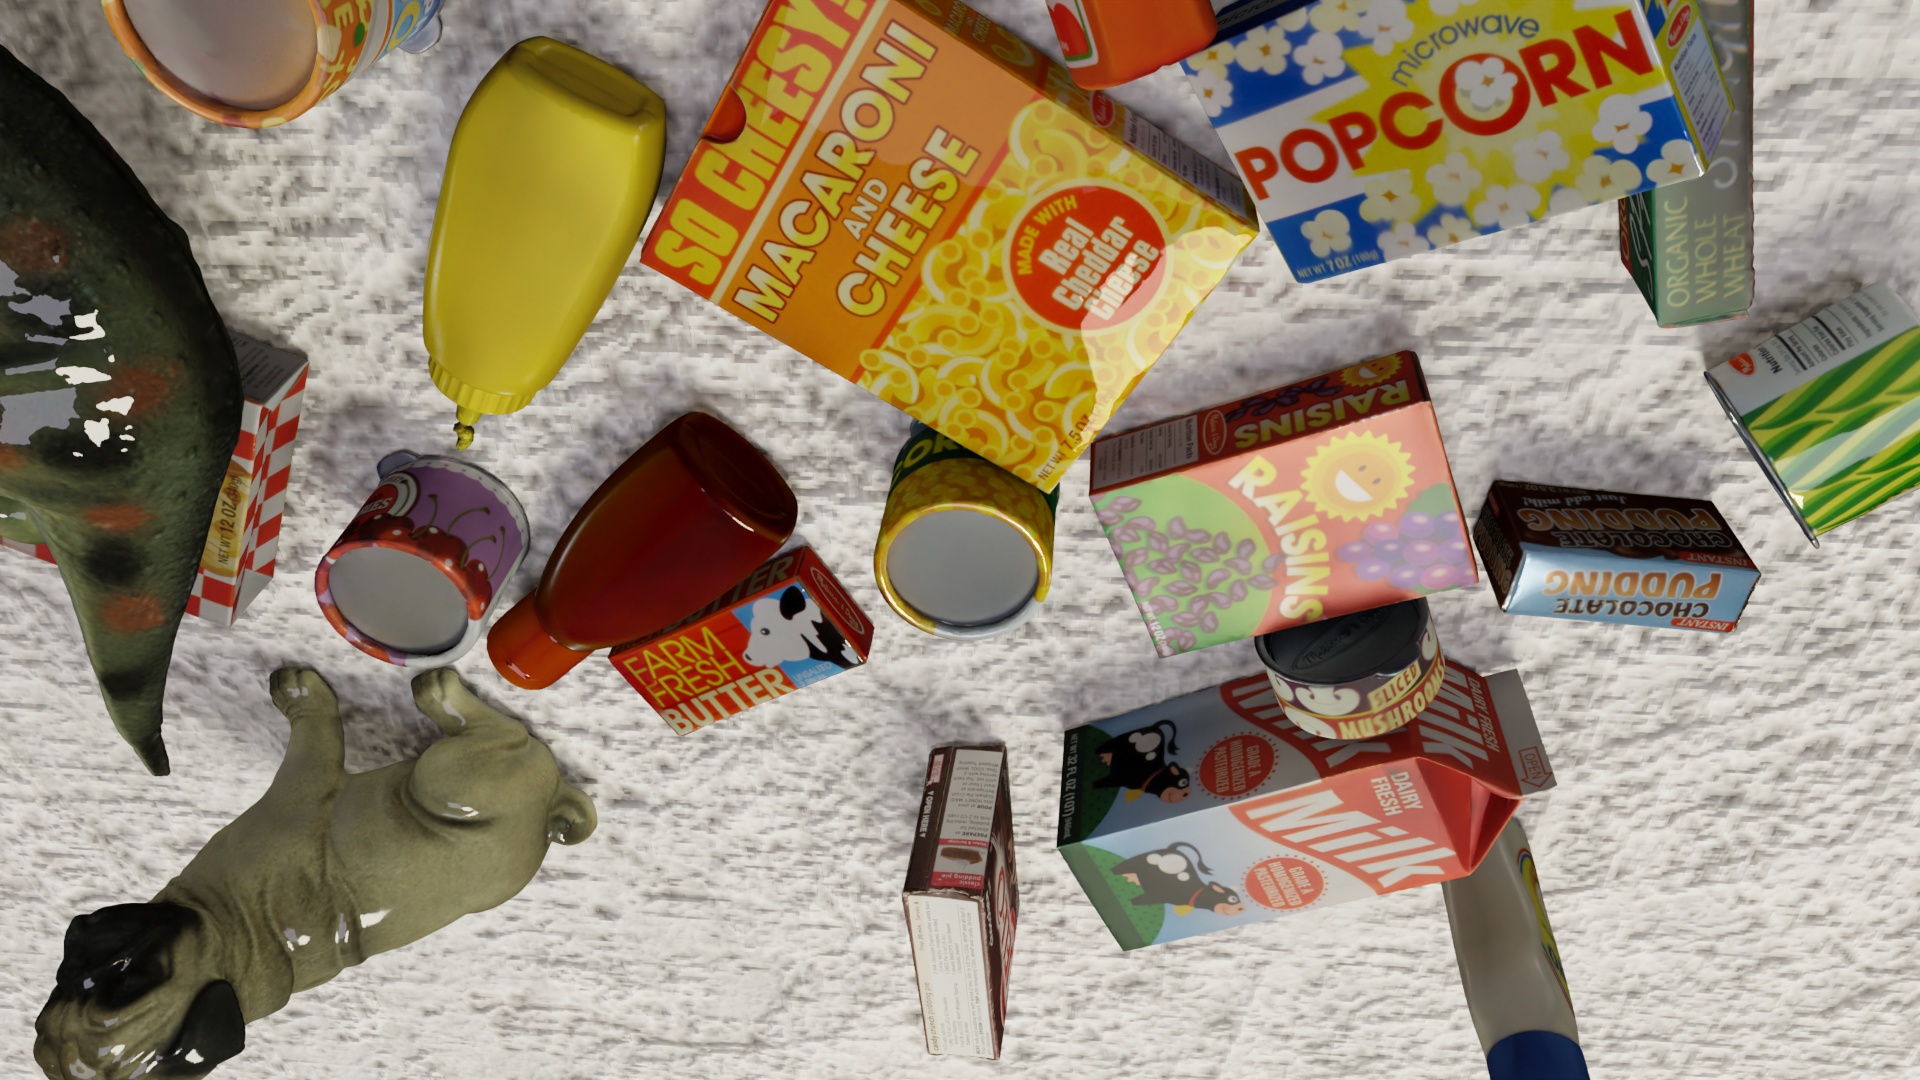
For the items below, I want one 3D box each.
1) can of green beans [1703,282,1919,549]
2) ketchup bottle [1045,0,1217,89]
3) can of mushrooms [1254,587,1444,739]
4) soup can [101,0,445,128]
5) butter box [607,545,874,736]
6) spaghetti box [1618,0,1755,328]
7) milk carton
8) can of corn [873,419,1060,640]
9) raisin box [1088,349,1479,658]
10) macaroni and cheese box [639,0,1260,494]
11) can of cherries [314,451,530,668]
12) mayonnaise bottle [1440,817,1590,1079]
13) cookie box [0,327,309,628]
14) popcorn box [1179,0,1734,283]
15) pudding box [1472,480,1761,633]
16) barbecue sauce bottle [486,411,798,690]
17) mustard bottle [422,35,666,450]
[{"bbox_3d":[0.290,-0.042,0.457,0.057,0.071,0.071,-32,116,26],"label":"can of green beans"},{"bbox_3d":[0.026,-0.202,0.379,0.043,0.065,0.148,-23,112,5],"label":"ketchup bottle"},{"bbox_3d":[0.151,0.043,0.533,0.071,0.071,0.033,-16,124,18],"label":"can of mushrooms"},{"bbox_3d":[-0.200,-0.167,0.416,0.071,0.084,0.071,3,126,4],"label":"soup can"},{"bbox_3d":[-0.094,0.045,0.593,0.103,0.024,0.053,-23,121,22],"label":"butter box"},{"bbox_3d":[0.196,-0.176,0.381,0.028,0.050,0.249,-10,124,16],"label":"spaghetti box"},{"bbox_3d":[0.141,0.102,0.575,0.190,0.073,0.073,-20,121,20],"label":"milk carton"},{"bbox_3d":[0.002,-0.007,0.523,0.071,0.058,0.070,3,126,4],"label":"can of corn"},{"bbox_3d":[0.120,-0.011,0.518,0.123,0.040,0.085,-16,122,19],"label":"raisin box"},{"bbox_3d":[-0.005,-0.105,0.463,0.166,0.040,0.123,28,123,-14],"label":"macaroni and cheese box"},{"bbox_3d":[-0.218,0.007,0.560,0.071,0.059,0.071,3,127,4],"label":"can of cherries"},{"bbox_3d":[0.230,0.182,0.575,0.041,0.149,0.064,-21,121,20],"label":"mayonnaise bottle"},{"bbox_3d":[-0.356,-0.047,0.549,0.167,0.040,0.122,22,125,-9],"label":"cookie box"},{"bbox_3d":[0.137,-0.130,0.396,0.126,0.038,0.085,-9,124,46],"label":"popcorn box"},{"bbox_3d":[0.237,0.006,0.508,0.084,0.050,0.030,6,125,3],"label":"pudding box"},{"bbox_3d":[-0.136,0.012,0.563,0.148,0.044,0.065,-36,112,28],"label":"barbecue sauce bottle"},{"bbox_3d":[-0.155,-0.093,0.486,0.065,0.049,0.159,27,125,-12],"label":"mustard bottle"}]
